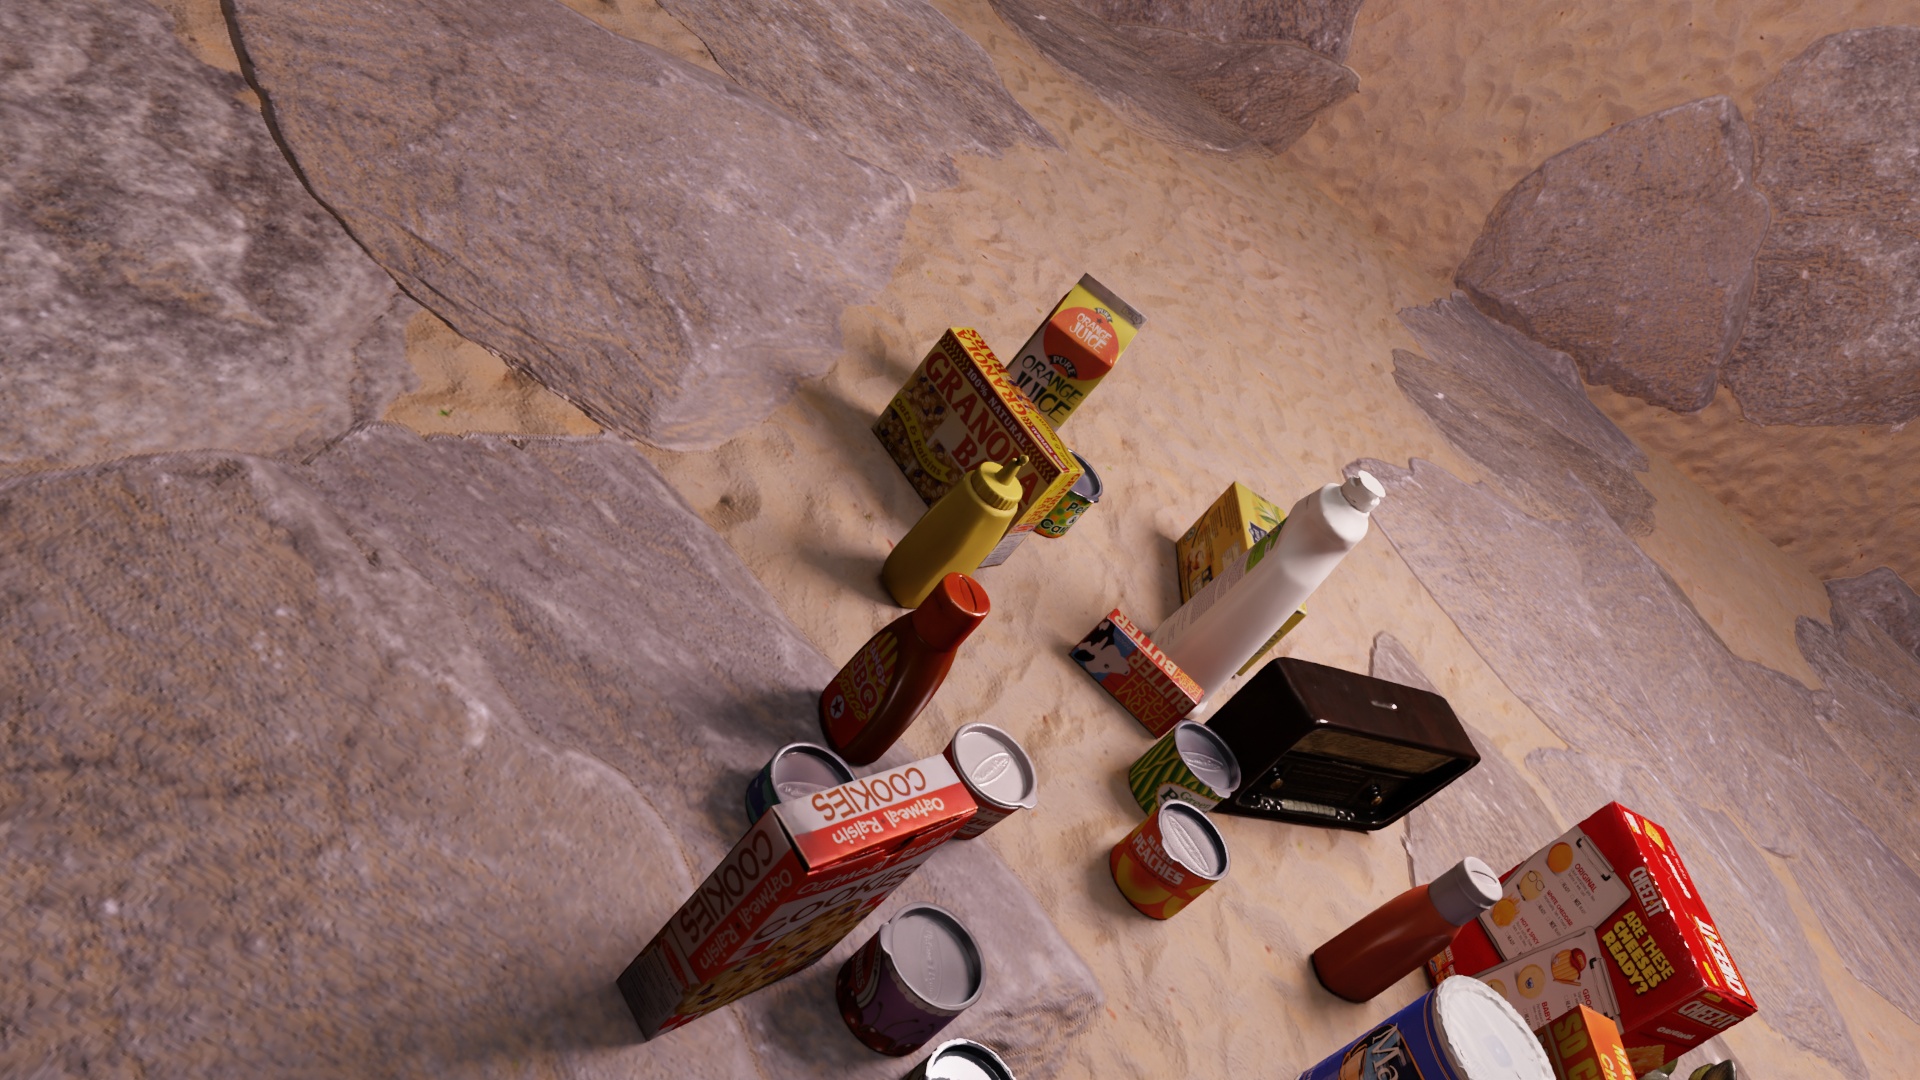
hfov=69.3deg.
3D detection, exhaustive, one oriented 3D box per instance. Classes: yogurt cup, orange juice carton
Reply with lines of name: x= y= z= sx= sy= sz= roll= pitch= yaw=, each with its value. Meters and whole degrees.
yogurt cup: x=0.010 y=0.164 z=0.937 sx=0.072 sy=0.053 sz=0.073 roll=27 pitch=34 yaw=-21
orange juice carton: x=0.085 y=-0.155 z=1.274 sx=0.072 sy=0.191 sz=0.073 roll=37 pitch=32 yaw=-6

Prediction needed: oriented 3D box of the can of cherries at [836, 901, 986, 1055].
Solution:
can of cherries: x=-0.030 y=0.248 z=0.789 sx=0.071 sy=0.058 sz=0.072 roll=27 pitch=34 yaw=-21

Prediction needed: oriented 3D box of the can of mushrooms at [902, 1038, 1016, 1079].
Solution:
can of mushrooms: x=-0.001 y=0.314 z=0.762 sx=0.071 sy=0.033 sz=0.071 roll=27 pitch=34 yaw=-21

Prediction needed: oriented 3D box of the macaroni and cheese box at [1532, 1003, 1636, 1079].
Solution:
macaroni and cheese box: x=0.378 y=0.405 z=0.924 sx=0.040 sy=0.165 sz=0.124 roll=30 pitch=33 yaw=-17

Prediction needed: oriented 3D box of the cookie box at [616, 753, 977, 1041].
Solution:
cookie box: x=-0.083 y=0.182 z=0.711 sx=0.123 sy=0.166 sz=0.040 roll=-8 pitch=56 yaw=-51

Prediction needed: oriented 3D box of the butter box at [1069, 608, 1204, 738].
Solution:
butter box: x=0.146 y=0.110 z=1.147 sx=0.103 sy=0.053 sz=0.024 roll=44 pitch=32 yaw=4

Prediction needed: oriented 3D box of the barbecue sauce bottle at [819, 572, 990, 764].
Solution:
barbecue sauce bottle: x=-0.036 y=0.080 z=0.902 sx=0.044 sy=0.148 sz=0.065 roll=15 pitch=40 yaw=-36

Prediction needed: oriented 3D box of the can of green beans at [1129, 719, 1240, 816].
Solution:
can of green beans: x=0.174 y=0.183 z=1.083 sx=0.071 sy=0.057 sz=0.071 roll=27 pitch=34 yaw=-21

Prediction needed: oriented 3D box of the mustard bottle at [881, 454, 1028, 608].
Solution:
mustard bottle: x=0.004 y=-0.013 z=1.046 sx=0.065 sy=0.159 sz=0.049 roll=-9 pitch=57 yaw=-51

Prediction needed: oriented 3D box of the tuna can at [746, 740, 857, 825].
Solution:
tuna can: x=-0.095 y=0.161 z=0.850 sx=0.071 sy=0.032 sz=0.071 roll=27 pitch=34 yaw=-21

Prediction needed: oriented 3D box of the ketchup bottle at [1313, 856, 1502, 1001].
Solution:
ketchup bottle: x=0.336 y=0.290 z=1.036 sx=0.065 sy=0.148 sz=0.044 roll=22 pitch=36 yaw=-28

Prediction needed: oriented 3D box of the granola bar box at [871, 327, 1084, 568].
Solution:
granola bar box: x=0.011 y=-0.078 z=1.167 sx=0.039 sy=0.123 sz=0.166 roll=-9 pitch=57 yaw=-51

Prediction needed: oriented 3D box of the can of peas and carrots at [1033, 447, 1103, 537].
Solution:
can of peas and carrots: x=0.088 y=-0.043 z=1.267 sx=0.071 sy=0.058 sz=0.071 roll=27 pitch=34 yaw=-21

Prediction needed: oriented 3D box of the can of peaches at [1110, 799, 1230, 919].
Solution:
can of peaches: x=0.149 y=0.230 z=0.999 sx=0.071 sy=0.057 sz=0.071 roll=27 pitch=34 yaw=-21
